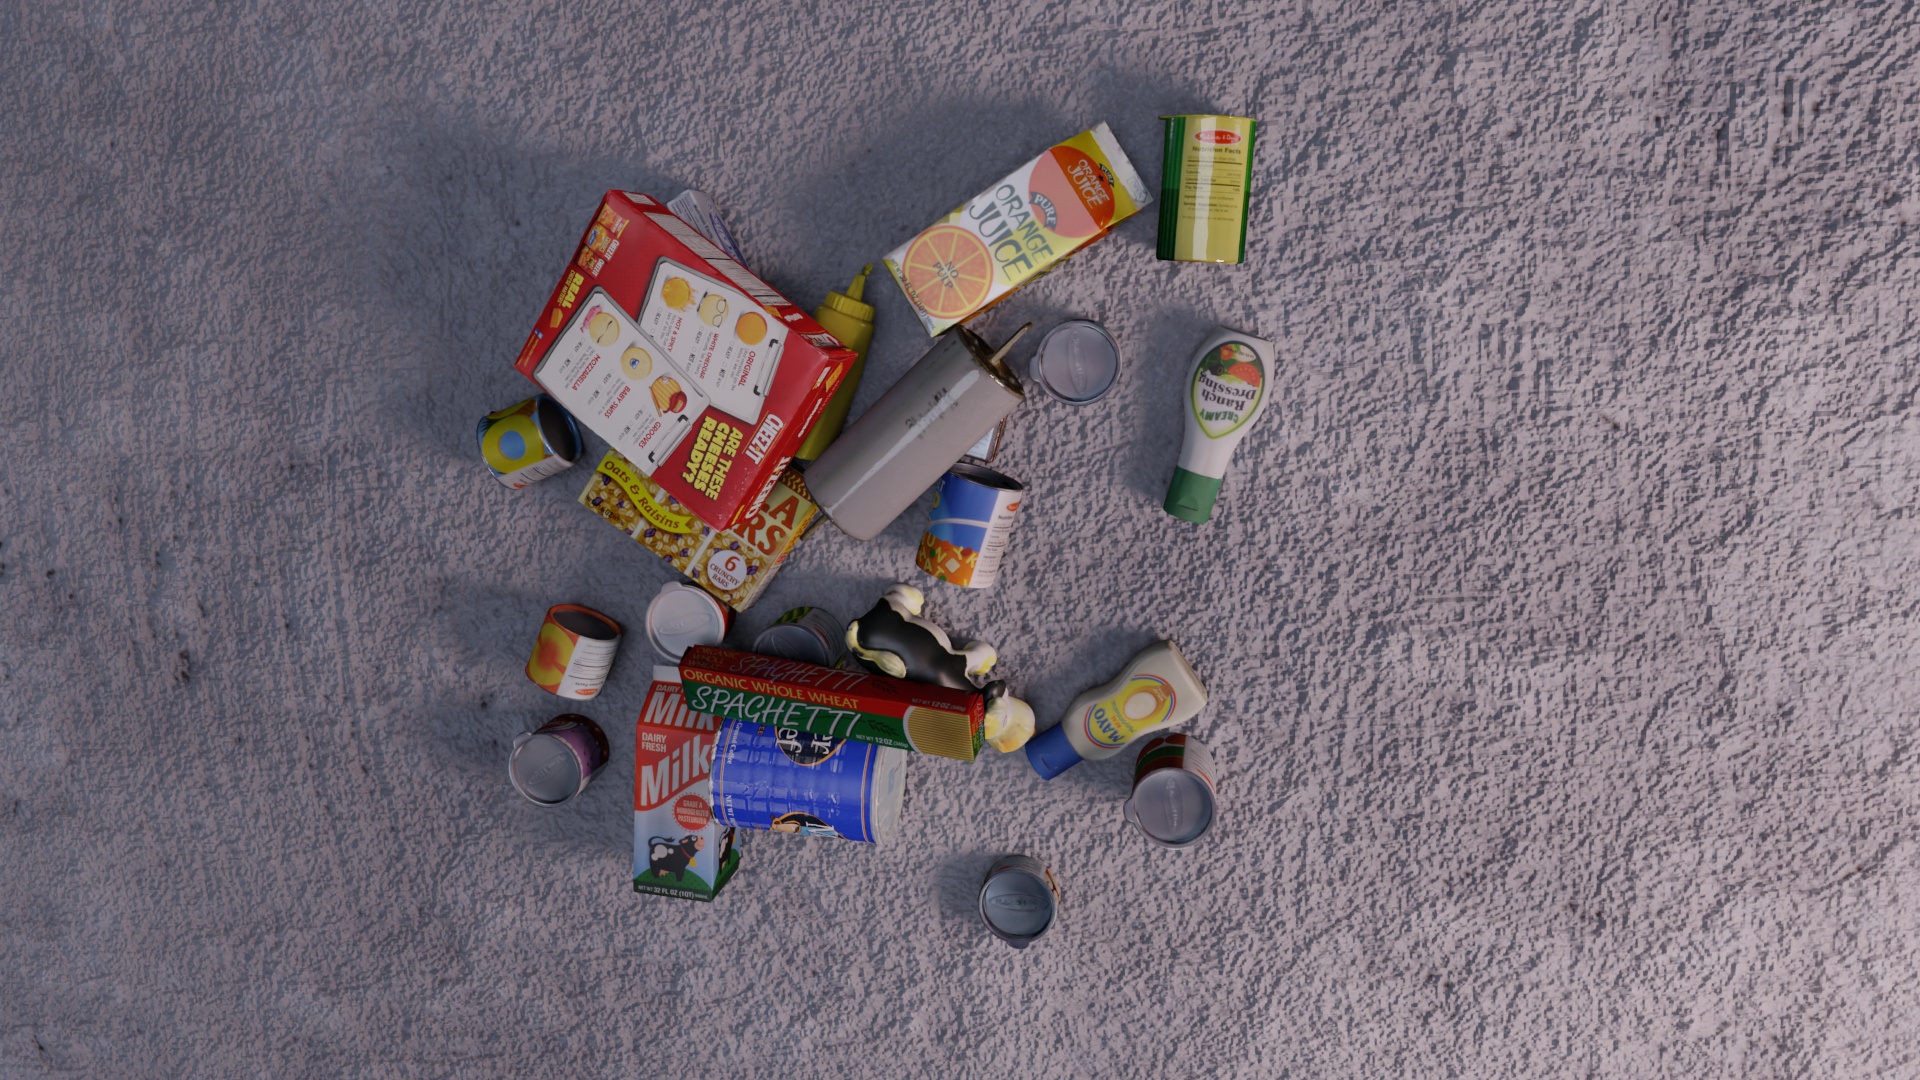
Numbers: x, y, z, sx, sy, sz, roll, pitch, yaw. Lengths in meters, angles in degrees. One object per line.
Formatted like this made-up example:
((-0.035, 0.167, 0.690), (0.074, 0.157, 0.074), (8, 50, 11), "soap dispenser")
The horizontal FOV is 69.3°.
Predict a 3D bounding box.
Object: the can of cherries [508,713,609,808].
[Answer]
((-0.347, 0.187, 1.199), (0.071, 0.058, 0.071), (2, 102, 10), "can of cherries")

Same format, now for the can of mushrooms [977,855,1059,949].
((0.049, 0.303, 1.165), (0.071, 0.033, 0.071), (2, 101, 9), "can of mushrooms")

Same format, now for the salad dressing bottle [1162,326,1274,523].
((0.194, -0.087, 1.060), (0.064, 0.044, 0.147), (18, 103, 7), "salad dressing bottle")

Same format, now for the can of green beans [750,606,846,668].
((-0.133, 0.092, 1.143), (0.071, 0.058, 0.071), (2, 101, 9), "can of green beans")

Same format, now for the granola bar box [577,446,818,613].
((-0.209, -0.038, 1.134), (0.165, 0.039, 0.124), (34, 96, 2), "granola bar box")

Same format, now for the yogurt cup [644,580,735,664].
((-0.221, 0.064, 1.156), (0.072, 0.054, 0.072), (2, 101, 10), "yogurt cup")

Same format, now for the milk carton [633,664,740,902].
((-0.228, 0.199, 1.173), (0.072, 0.073, 0.190), (5, 101, 9), "milk carton")

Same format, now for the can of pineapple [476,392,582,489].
((-0.355, -0.084, 1.145), (0.058, 0.071, 0.071), (-20, 97, 13), "can of pineapple")

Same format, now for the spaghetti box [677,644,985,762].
((-0.104, 0.125, 1.082), (0.250, 0.029, 0.050), (7, 126, 18), "spaghetti box")

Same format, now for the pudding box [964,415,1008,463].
((-0.007, -0.097, 1.100), (0.084, 0.030, 0.049), (16, 104, 7), "pudding box")

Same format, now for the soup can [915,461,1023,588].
((0.004, -0.014, 1.096), (0.071, 0.071, 0.083), (19, 104, 6), "soup can")

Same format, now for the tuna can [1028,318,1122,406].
((0.089, -0.138, 1.074), (0.071, 0.033, 0.071), (2, 101, 10), "tuna can")

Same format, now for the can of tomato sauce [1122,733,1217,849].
((0.167, 0.197, 1.098), (0.071, 0.083, 0.071), (2, 101, 10), "can of tomato sauce")

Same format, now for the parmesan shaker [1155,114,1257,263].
((0.176, -0.257, 1.019), (0.071, 0.071, 0.102), (5, 102, 9), "parmesan shaker")

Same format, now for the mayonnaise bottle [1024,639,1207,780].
((0.122, 0.142, 1.117), (0.148, 0.041, 0.064), (-34, 95, 14), "mayonnaise bottle")

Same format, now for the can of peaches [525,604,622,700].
((-0.328, 0.092, 1.174), (0.071, 0.071, 0.058), (26, 104, 4), "can of peaches")

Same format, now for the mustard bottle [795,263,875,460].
((-0.102, -0.144, 1.093), (0.049, 0.065, 0.160), (24, 99, 11), "mustard bottle")

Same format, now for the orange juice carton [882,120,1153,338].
((0.044, -0.232, 1.043), (0.192, 0.073, 0.072), (-31, 94, 13), "orange juice carton")

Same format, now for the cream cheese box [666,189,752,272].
((-0.191, -0.224, 1.096), (0.024, 0.053, 0.103), (-27, 95, 12), "cream cheese box")
